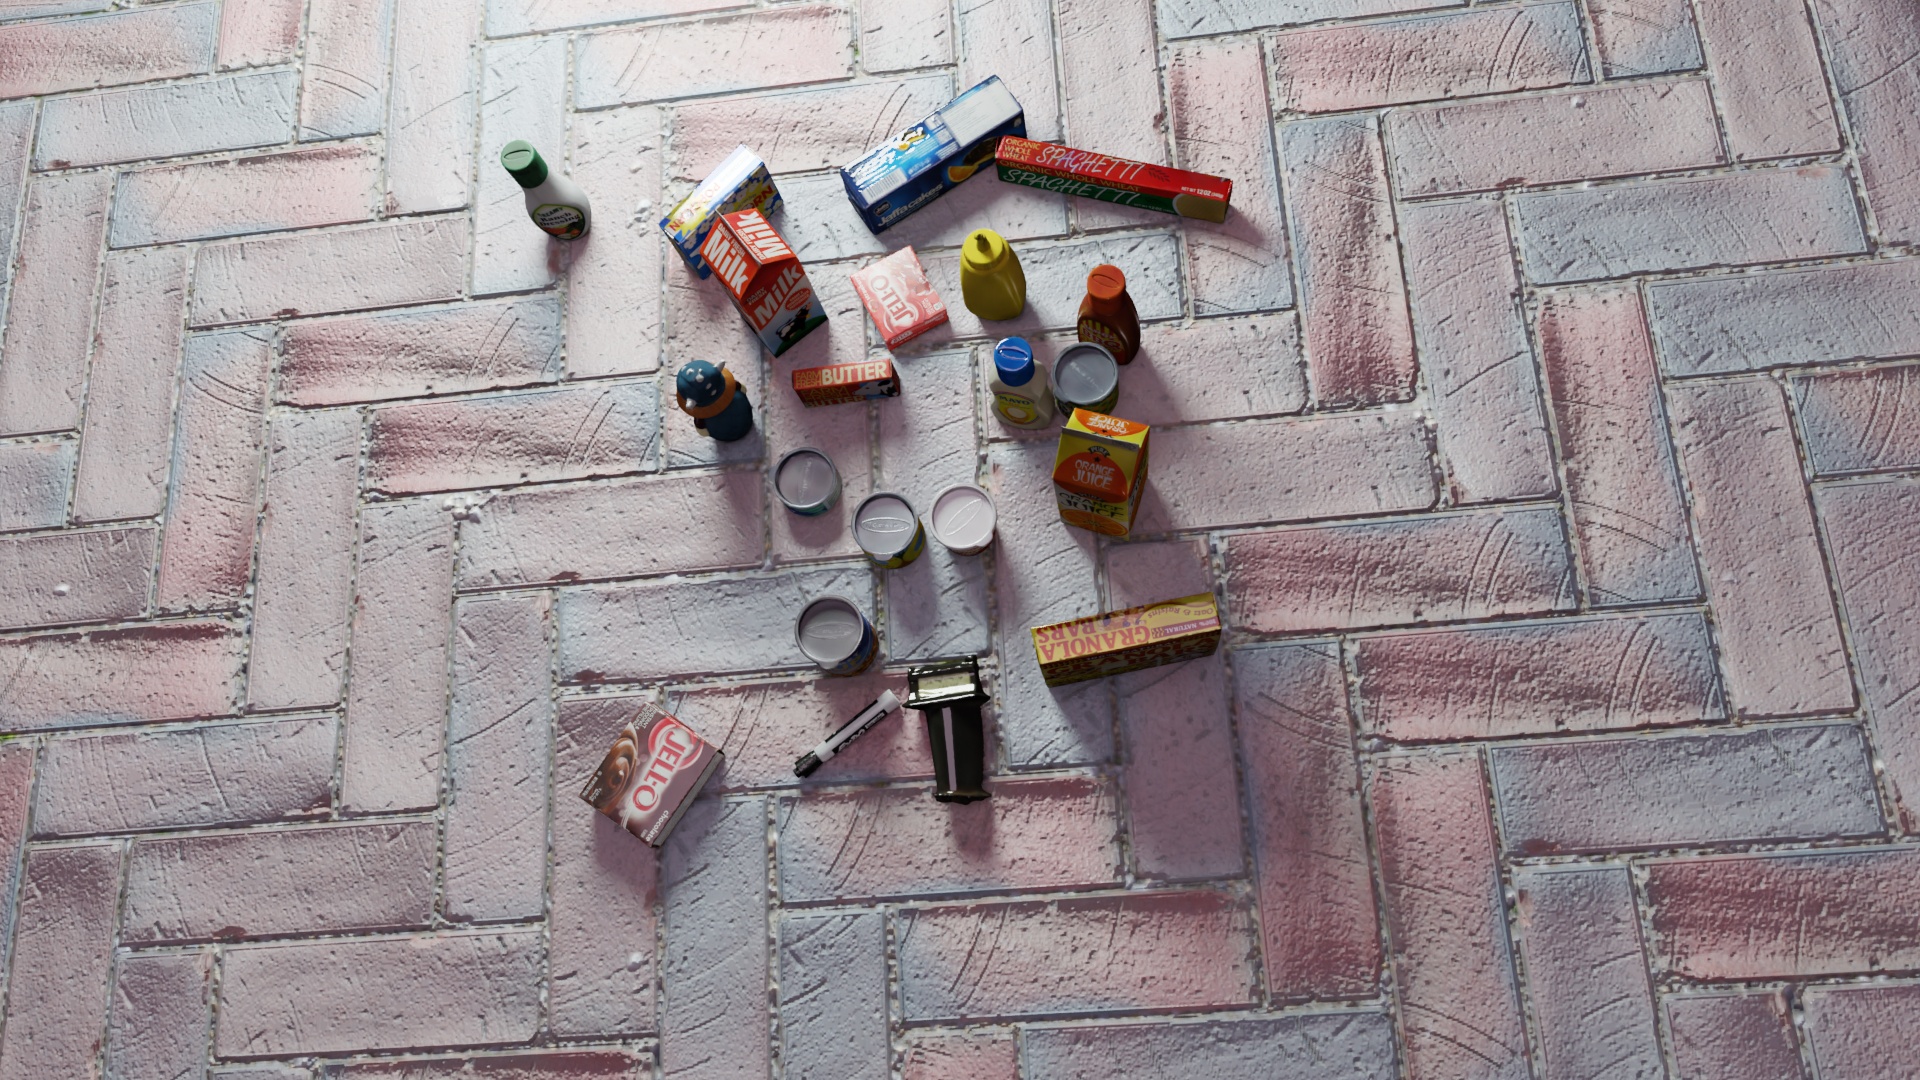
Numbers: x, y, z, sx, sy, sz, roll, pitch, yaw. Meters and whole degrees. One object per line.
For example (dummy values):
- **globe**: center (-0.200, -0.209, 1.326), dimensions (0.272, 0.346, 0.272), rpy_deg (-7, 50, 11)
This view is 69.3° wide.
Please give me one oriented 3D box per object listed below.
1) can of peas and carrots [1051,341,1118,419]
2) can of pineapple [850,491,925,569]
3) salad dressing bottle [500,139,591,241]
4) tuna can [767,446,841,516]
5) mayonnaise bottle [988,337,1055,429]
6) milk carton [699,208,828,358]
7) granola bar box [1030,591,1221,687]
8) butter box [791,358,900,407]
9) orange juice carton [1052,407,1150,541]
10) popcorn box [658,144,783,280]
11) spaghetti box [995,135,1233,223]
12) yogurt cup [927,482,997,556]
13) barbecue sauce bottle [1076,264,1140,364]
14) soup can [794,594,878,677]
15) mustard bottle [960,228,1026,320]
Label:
- **can of peas and carrots**: center (0.124, -0.155, 1.388), dimensions (0.071, 0.058, 0.071), rpy_deg (-2, 74, 7)
- **can of pineapple**: center (-0.071, -0.008, 1.370), dimensions (0.071, 0.057, 0.071), rpy_deg (-2, 74, 7)
- **salad dressing bottle**: center (-0.440, -0.370, 1.472), dimensions (0.064, 0.147, 0.044), rpy_deg (-10, 74, 4)
- **tuna can**: center (-0.157, -0.059, 1.408), dimensions (0.071, 0.032, 0.071), rpy_deg (-2, 74, 6)
- **mayonnaise bottle**: center (0.056, -0.152, 1.349), dimensions (0.065, 0.147, 0.041), rpy_deg (13, 77, 10)
- **milk carton**: center (-0.199, -0.262, 1.389), dimensions (0.073, 0.190, 0.072), rpy_deg (-39, 74, -4)
- **granola bar box**: center (0.153, 0.094, 1.279), dimensions (0.165, 0.124, 0.039), rpy_deg (-12, 74, 4)
- **butter box**: center (-0.117, -0.161, 1.422), dimensions (0.103, 0.053, 0.024), rpy_deg (-6, 74, 5)
- **orange juice carton**: center (0.132, -0.065, 1.291), dimensions (0.072, 0.192, 0.073), rpy_deg (16, 77, 11)
- **popcorn box**: center (-0.252, -0.348, 1.475), dimensions (0.038, 0.085, 0.127), rpy_deg (42, 83, 16)
- **spaghetti box**: center (0.158, -0.378, 1.453), dimensions (0.250, 0.050, 0.029), rpy_deg (14, 77, 11)
- **yogurt cup**: center (0.005, -0.017, 1.365), dimensions (0.072, 0.054, 0.072), rpy_deg (-2, 74, 6)
- **barbecue sauce bottle**: center (0.144, -0.222, 1.358), dimensions (0.065, 0.148, 0.044), rpy_deg (25, 79, 13)
- **soup can**: center (-0.118, 0.096, 1.332), dimensions (0.071, 0.083, 0.071), rpy_deg (-2, 74, 7)
- **mustard bottle**: center (0.029, -0.270, 1.379), dimensions (0.065, 0.160, 0.049), rpy_deg (3, 75, 8)
